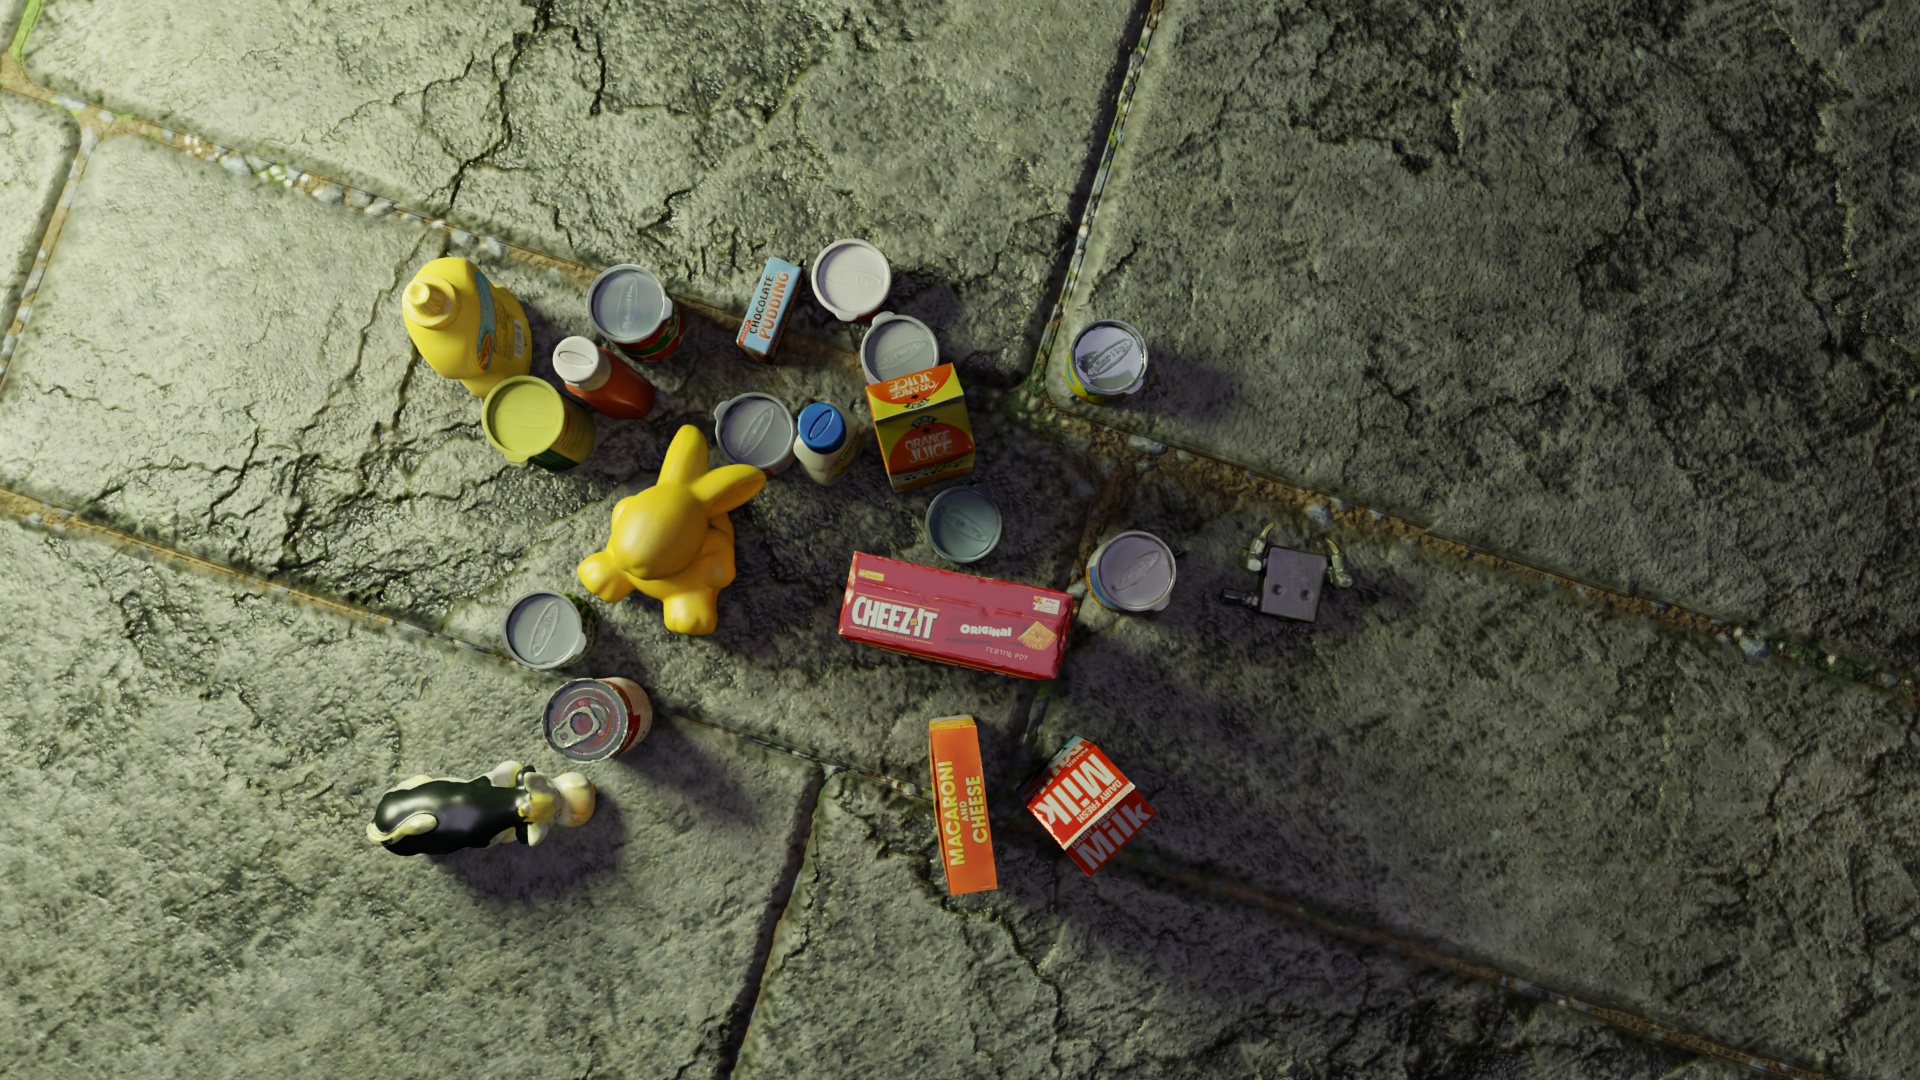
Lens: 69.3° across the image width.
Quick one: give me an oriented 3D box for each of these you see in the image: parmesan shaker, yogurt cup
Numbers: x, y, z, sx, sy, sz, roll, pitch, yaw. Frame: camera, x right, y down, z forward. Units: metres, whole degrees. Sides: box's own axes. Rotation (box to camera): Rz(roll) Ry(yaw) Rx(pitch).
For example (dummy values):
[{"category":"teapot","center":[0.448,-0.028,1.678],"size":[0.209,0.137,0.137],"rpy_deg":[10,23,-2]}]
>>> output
[{"category":"parmesan shaker","center":[-0.350,-0.093,1.159],"size":[0.071,0.103,0.071],"rpy_deg":[0,85,-1]},{"category":"yogurt cup","center":[-0.092,-0.221,1.200],"size":[0.072,0.054,0.072],"rpy_deg":[0,85,-1]}]

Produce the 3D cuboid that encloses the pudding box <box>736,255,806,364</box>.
[{"category":"pudding box","center":[-0.163,-0.198,1.199],"size":[0.030,0.049,0.084],"rpy_deg":[21,85,1]}]

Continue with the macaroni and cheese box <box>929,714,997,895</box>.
[{"category":"macaroni and cheese box","center":[0.000,0.206,1.107],"size":[0.040,0.166,0.123],"rpy_deg":[-7,86,-1]}]

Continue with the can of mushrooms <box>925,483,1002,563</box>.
[{"category":"can of mushrooms","center":[0.004,-0.015,1.194],"size":[0.071,0.033,0.071],"rpy_deg":[0,85,-1]}]

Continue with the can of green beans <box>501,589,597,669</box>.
[{"category":"can of green beans","center":[-0.344,0.075,1.167],"size":[0.071,0.058,0.071],"rpy_deg":[0,85,-1]}]

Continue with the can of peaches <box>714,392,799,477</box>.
[{"category":"can of peaches","center":[-0.173,-0.091,1.185],"size":[0.071,0.058,0.071],"rpy_deg":[0,85,-1]}]

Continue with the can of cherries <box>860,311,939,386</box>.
[{"category":"can of cherries","center":[-0.052,-0.157,1.193],"size":[0.071,0.058,0.071],"rpy_deg":[0,85,-1]}]

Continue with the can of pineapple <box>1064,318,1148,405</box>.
[{"category":"can of pineapple","center":[0.125,-0.151,1.196],"size":[0.071,0.058,0.071],"rpy_deg":[0,85,-1]}]

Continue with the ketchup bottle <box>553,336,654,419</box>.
[{"category":"ketchup bottle","center":[-0.297,-0.133,1.141],"size":[0.065,0.148,0.043],"rpy_deg":[14,85,0]}]

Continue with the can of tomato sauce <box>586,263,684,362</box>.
[{"category":"can of tomato sauce","center":[-0.272,-0.191,1.180],"size":[0.071,0.083,0.071],"rpy_deg":[0,85,-1]}]

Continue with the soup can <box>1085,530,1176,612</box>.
[{"category":"soup can","center":[0.143,0.030,1.167],"size":[0.071,0.083,0.071],"rpy_deg":[0,85,-1]}]

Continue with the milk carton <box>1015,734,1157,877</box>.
[{"category":"milk carton","center":[0.098,0.208,1.097],"size":[0.072,0.190,0.073],"rpy_deg":[-42,87,-4]}]

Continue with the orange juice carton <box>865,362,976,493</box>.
[{"category":"orange juice carton","center":[-0.032,-0.091,1.120],"size":[0.072,0.192,0.073],"rpy_deg":[-15,86,-2]}]

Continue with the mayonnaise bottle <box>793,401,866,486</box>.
[{"category":"mayonnaise bottle","center":[-0.109,-0.082,1.140],"size":[0.041,0.148,0.065],"rpy_deg":[36,86,2]}]
